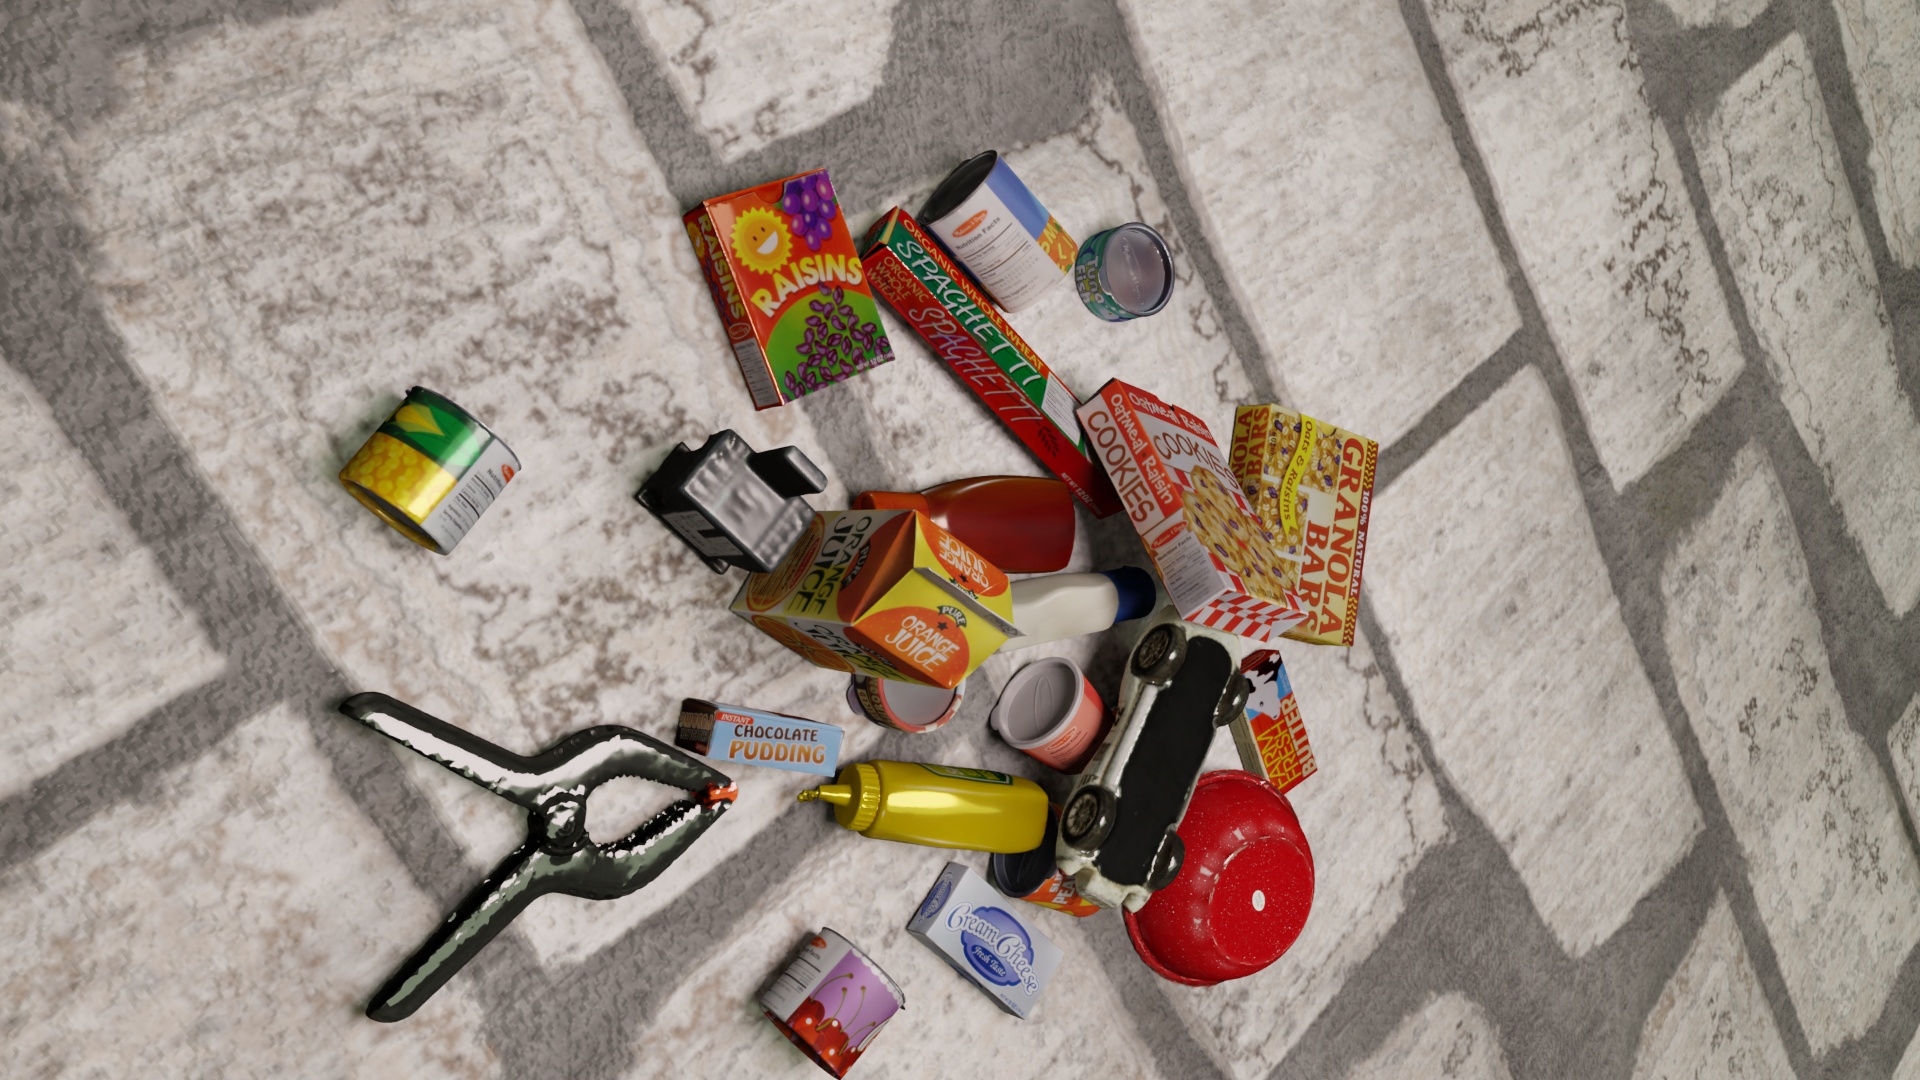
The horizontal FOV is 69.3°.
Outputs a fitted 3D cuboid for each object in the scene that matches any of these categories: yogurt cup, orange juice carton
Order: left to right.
[{"bbox_3d":[-0.044,0.030,0.766,0.071,0.192,0.073,37,71,-28],"label":"orange juice carton"},{"bbox_3d":[0.066,0.118,0.915,0.054,0.072,0.072,43,67,-34],"label":"yogurt cup"}]

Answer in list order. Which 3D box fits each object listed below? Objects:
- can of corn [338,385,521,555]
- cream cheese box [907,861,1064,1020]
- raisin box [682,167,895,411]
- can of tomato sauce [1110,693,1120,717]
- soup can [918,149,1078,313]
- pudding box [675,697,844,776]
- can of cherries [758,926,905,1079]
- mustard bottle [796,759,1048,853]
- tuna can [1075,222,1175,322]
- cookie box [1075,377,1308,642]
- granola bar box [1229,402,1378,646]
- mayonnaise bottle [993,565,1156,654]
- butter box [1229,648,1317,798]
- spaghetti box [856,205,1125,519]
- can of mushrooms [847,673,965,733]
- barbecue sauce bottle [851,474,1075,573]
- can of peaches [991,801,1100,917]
[{"bbox_3d":[-0.268,-0.035,0.697,0.071,0.071,0.058,43,67,-25],"label":"can of corn"},{"bbox_3d":[0.018,0.259,0.901,0.103,0.024,0.053,46,64,-24],"label":"cream cheese box"},{"bbox_3d":[-0.101,-0.149,0.826,0.086,0.040,0.123,-26,102,-30],"label":"raisin box"},{"bbox_3d":[0.137,0.124,0.957,0.071,0.071,0.083,45,67,-24],"label":"can of tomato sauce"},{"bbox_3d":[0.025,-0.199,0.896,0.083,0.071,0.071,43,67,-26],"label":"soup can"},{"bbox_3d":[-0.115,0.114,0.802,0.084,0.049,0.030,15,82,-32],"label":"pudding box"},{"bbox_3d":[-0.074,0.273,0.814,0.058,0.071,0.071,-46,113,-25],"label":"can of cherries"},{"bbox_3d":[-0.025,0.161,0.854,0.160,0.065,0.049,12,87,-29],"label":"mustard bottle"},{"bbox_3d":[0.113,-0.186,0.972,0.071,0.033,0.071,1,88,-34],"label":"tuna can"},{"bbox_3d":[0.154,-0.020,0.920,0.123,0.040,0.168,16,44,-51],"label":"cookie box"},{"bbox_3d":[0.256,-0.010,1.058,0.124,0.039,0.165,14,81,-33],"label":"granola bar box"},{"bbox_3d":[0.066,0.044,0.919,0.148,0.065,0.041,-7,101,-37],"label":"mayonnaise bottle"},{"bbox_3d":[0.231,0.139,1.046,0.053,0.024,0.103,-27,103,-30],"label":"butter box"},{"bbox_3d":[0.028,-0.112,0.905,0.249,0.028,0.050,44,36,-25],"label":"spaghetti box"},{"bbox_3d":[-0.033,0.088,0.867,0.071,0.033,0.071,0,89,-34],"label":"can of mushrooms"},{"bbox_3d":[0.003,-0.011,0.888,0.149,0.043,0.065,1,87,-33],"label":"barbecue sauce bottle"},{"bbox_3d":[0.064,0.208,0.906,0.058,0.071,0.071,26,75,-31],"label":"can of peaches"}]
